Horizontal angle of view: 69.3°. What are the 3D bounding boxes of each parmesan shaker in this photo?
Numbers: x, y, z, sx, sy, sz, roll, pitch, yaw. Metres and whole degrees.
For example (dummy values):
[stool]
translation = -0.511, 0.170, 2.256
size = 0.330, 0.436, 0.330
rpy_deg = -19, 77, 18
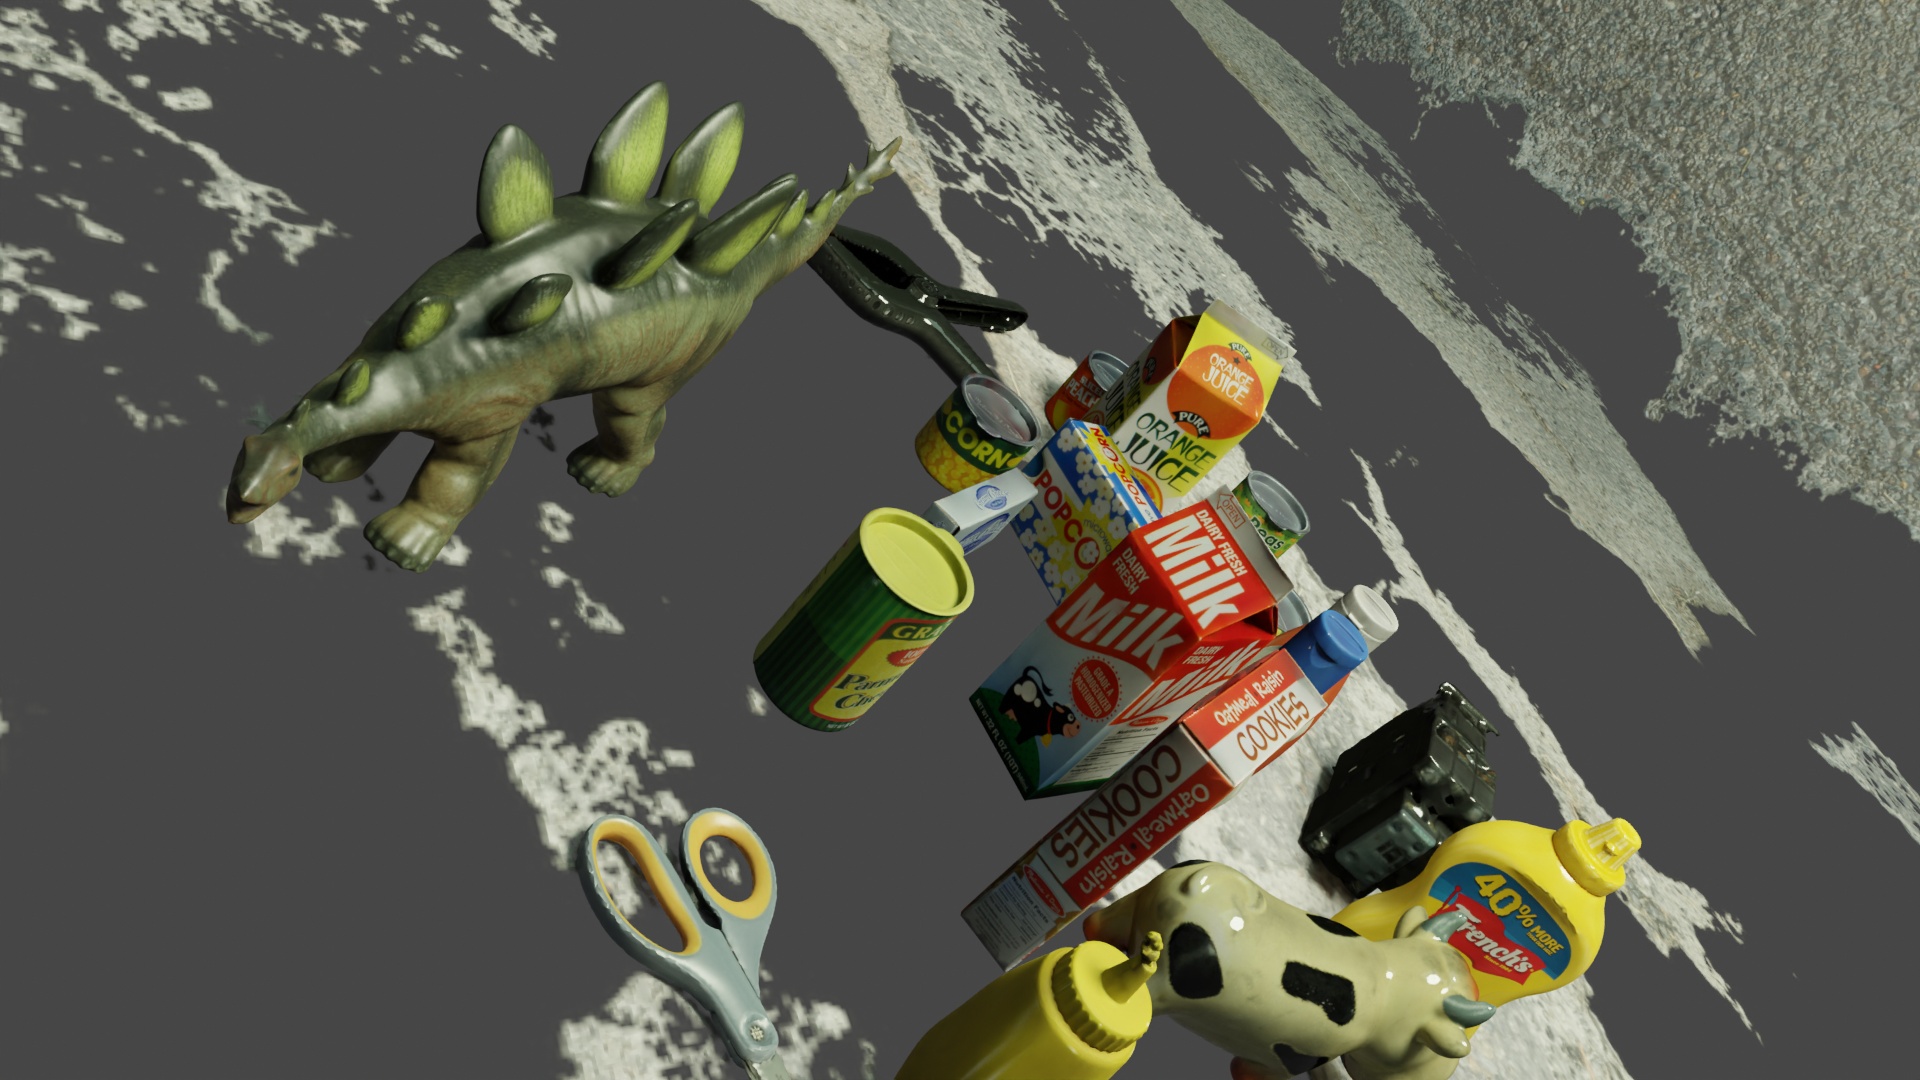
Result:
[parmesan shaker]
translation = -0.048, 0.041, 0.697
size = 0.071, 0.102, 0.072
rpy_deg = 28, 34, -21

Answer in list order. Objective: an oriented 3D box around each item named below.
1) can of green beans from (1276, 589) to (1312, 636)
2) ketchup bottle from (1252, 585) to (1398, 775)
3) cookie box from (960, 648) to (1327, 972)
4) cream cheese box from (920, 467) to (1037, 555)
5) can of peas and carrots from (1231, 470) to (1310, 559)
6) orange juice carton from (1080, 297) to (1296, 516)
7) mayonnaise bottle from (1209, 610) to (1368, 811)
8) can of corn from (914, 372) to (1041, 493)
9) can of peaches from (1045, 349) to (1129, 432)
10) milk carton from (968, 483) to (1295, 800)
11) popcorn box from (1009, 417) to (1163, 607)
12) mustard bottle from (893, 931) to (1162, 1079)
[can of green beans]
translation = 0.209, 0.060, 0.997
size = 0.071, 0.057, 0.071
rpy_deg = 28, 34, -21
[ketchup bottle]
translation = 0.209, 0.087, 0.878
size = 0.044, 0.148, 0.065
rpy_deg = -11, 59, -53
[cookie box]
translation = 0.090, 0.129, 0.678
size = 0.040, 0.166, 0.123
rpy_deg = 50, 32, 13
[cream cheese box]
translation = 0.003, -0.011, 0.863
size = 0.024, 0.053, 0.104
rpy_deg = 48, 32, 10
[can of peas and carrots]
translation = 0.236, -0.011, 1.113
size = 0.071, 0.058, 0.071
rpy_deg = 28, 34, -21
[orange juice carton]
translation = 0.142, -0.083, 0.970
size = 0.072, 0.191, 0.073
rpy_deg = 32, 33, -17
[mayonnaise bottle]
translation = 0.177, 0.099, 0.828
size = 0.065, 0.147, 0.041
rpy_deg = 48, 32, 9
[can of corn]
translation = 0.010, -0.068, 0.936
size = 0.071, 0.058, 0.071
rpy_deg = 28, 34, -21
[can of peaches]
translation = 0.108, -0.106, 1.089
size = 0.071, 0.057, 0.071
rpy_deg = 28, 34, -21
[milk carton]
translation = 0.097, 0.057, 0.752
size = 0.073, 0.189, 0.072
rpy_deg = 3, 48, -46
[popcorn box]
translation = 0.087, -0.005, 0.917
size = 0.038, 0.085, 0.127
rpy_deg = 4, 47, -45
[mustard bottle]
translation = 0.028, 0.197, 0.535
size = 0.049, 0.159, 0.066
rpy_deg = 36, 32, -10
